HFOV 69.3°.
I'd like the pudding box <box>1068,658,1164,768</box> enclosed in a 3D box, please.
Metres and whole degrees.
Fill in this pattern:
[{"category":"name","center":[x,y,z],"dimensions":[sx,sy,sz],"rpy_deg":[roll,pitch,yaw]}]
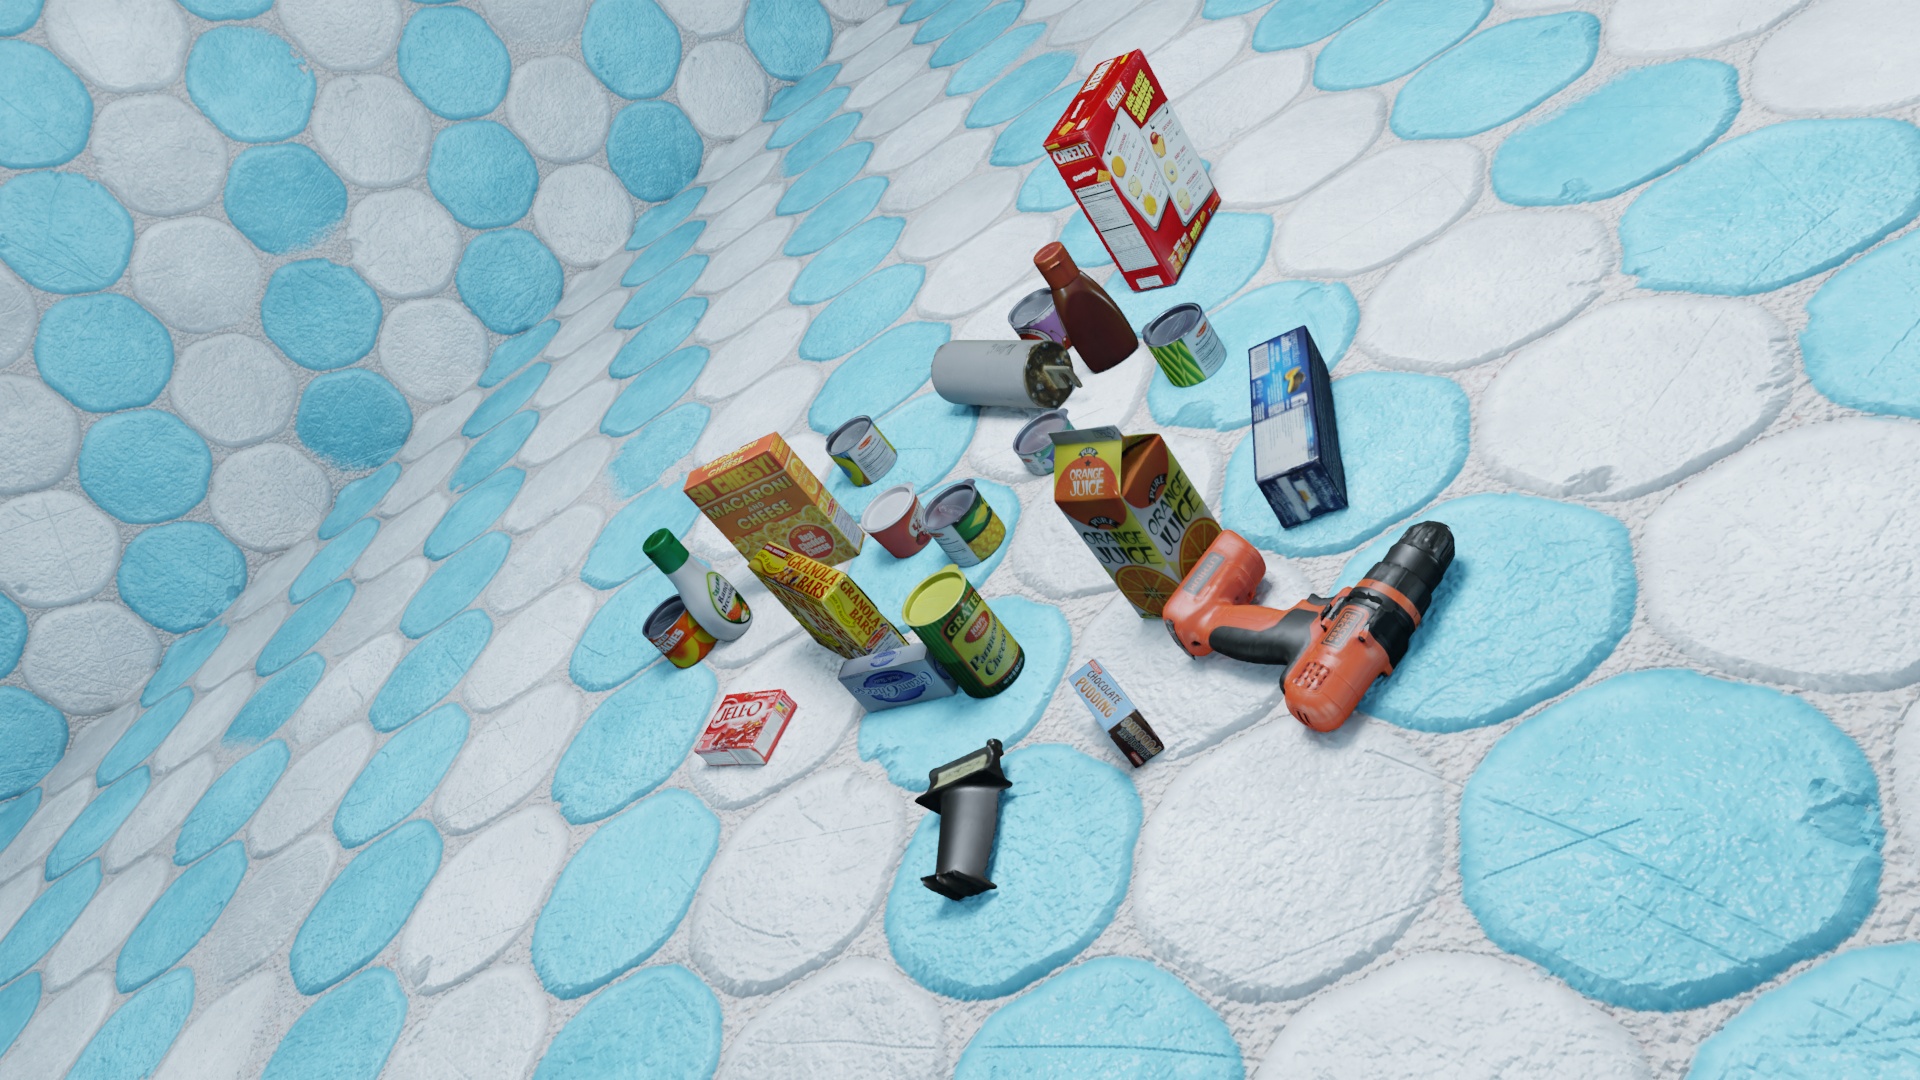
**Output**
[{"category":"pudding box","center":[0.121,0.133,1.083],"dimensions":[0.030,0.049,0.084],"rpy_deg":[-38,30,1]}]

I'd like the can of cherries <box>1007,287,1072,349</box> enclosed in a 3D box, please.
[{"category":"can of cherries","center":[0.096,-0.249,1.613],"dimensions":[0.071,0.058,0.072],"rpy_deg":[-27,32,19]}]

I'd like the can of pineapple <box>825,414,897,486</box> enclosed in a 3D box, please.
[{"category":"can of pineapple","center":[-0.118,-0.106,1.647],"dimensions":[0.071,0.057,0.071],"rpy_deg":[-27,32,19]}]

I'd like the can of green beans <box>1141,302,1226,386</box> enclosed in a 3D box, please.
[{"category":"can of green beans","center":[0.227,-0.198,1.406],"dimensions":[0.071,0.057,0.071],"rpy_deg":[-27,32,19]}]

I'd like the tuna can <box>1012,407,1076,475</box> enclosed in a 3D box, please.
[{"category":"tuna can","center":[0.092,-0.103,1.446],"dimensions":[0.071,0.032,0.071],"rpy_deg":[-27,32,19]}]

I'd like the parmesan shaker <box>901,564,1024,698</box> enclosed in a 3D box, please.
[{"category":"parmesan shaker","center":[0.005,0.081,1.222],"dimensions":[0.071,0.103,0.072],"rpy_deg":[-27,32,19]}]

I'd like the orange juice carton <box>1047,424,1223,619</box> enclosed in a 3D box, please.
[{"category":"orange juice carton","center":[0.144,-0.022,1.126],"dimensions":[0.071,0.192,0.073],"rpy_deg":[-1,47,46]}]

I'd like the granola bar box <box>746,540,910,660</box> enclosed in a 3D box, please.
[{"category":"granola bar box","center":[-0.126,0.068,1.357],"dimensions":[0.039,0.124,0.165],"rpy_deg":[-48,32,-16]}]

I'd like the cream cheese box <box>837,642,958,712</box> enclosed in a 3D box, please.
[{"category":"cream cheese box","center":[-0.056,0.126,1.276],"dimensions":[0.103,0.053,0.024],"rpy_deg":[-16,37,33]}]

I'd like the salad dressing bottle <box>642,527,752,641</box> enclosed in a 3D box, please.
[{"category":"salad dressing bottle","center":[-0.291,0.049,1.533],"dimensions":[0.044,0.147,0.064],"rpy_deg":[-23,34,25]}]

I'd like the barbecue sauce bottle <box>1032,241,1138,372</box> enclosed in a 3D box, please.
[{"category":"barbecue sauce bottle","center":[0.131,-0.253,1.493],"dimensions":[0.065,0.148,0.044],"rpy_deg":[-31,31,12]}]

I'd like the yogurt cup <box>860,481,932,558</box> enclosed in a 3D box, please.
[{"category":"yogurt cup","center":[-0.064,-0.018,1.476],"dimensions":[0.072,0.053,0.073],"rpy_deg":[-27,32,19]}]

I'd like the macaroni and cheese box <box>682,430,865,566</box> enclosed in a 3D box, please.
[{"category":"macaroni and cheese box","center":[-0.204,-0.031,1.530],"dimensions":[0.123,0.166,0.040],"rpy_deg":[-22,34,25]}]

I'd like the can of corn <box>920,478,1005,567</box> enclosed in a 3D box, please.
[{"category":"can of corn","center":[0.005,-0.018,1.398],"dimensions":[0.071,0.058,0.071],"rpy_deg":[-27,32,19]}]

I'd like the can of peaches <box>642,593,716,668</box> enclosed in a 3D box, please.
[{"category":"can of peaches","center":[-0.317,0.105,1.574],"dimensions":[0.071,0.058,0.071],"rpy_deg":[-27,32,19]}]
